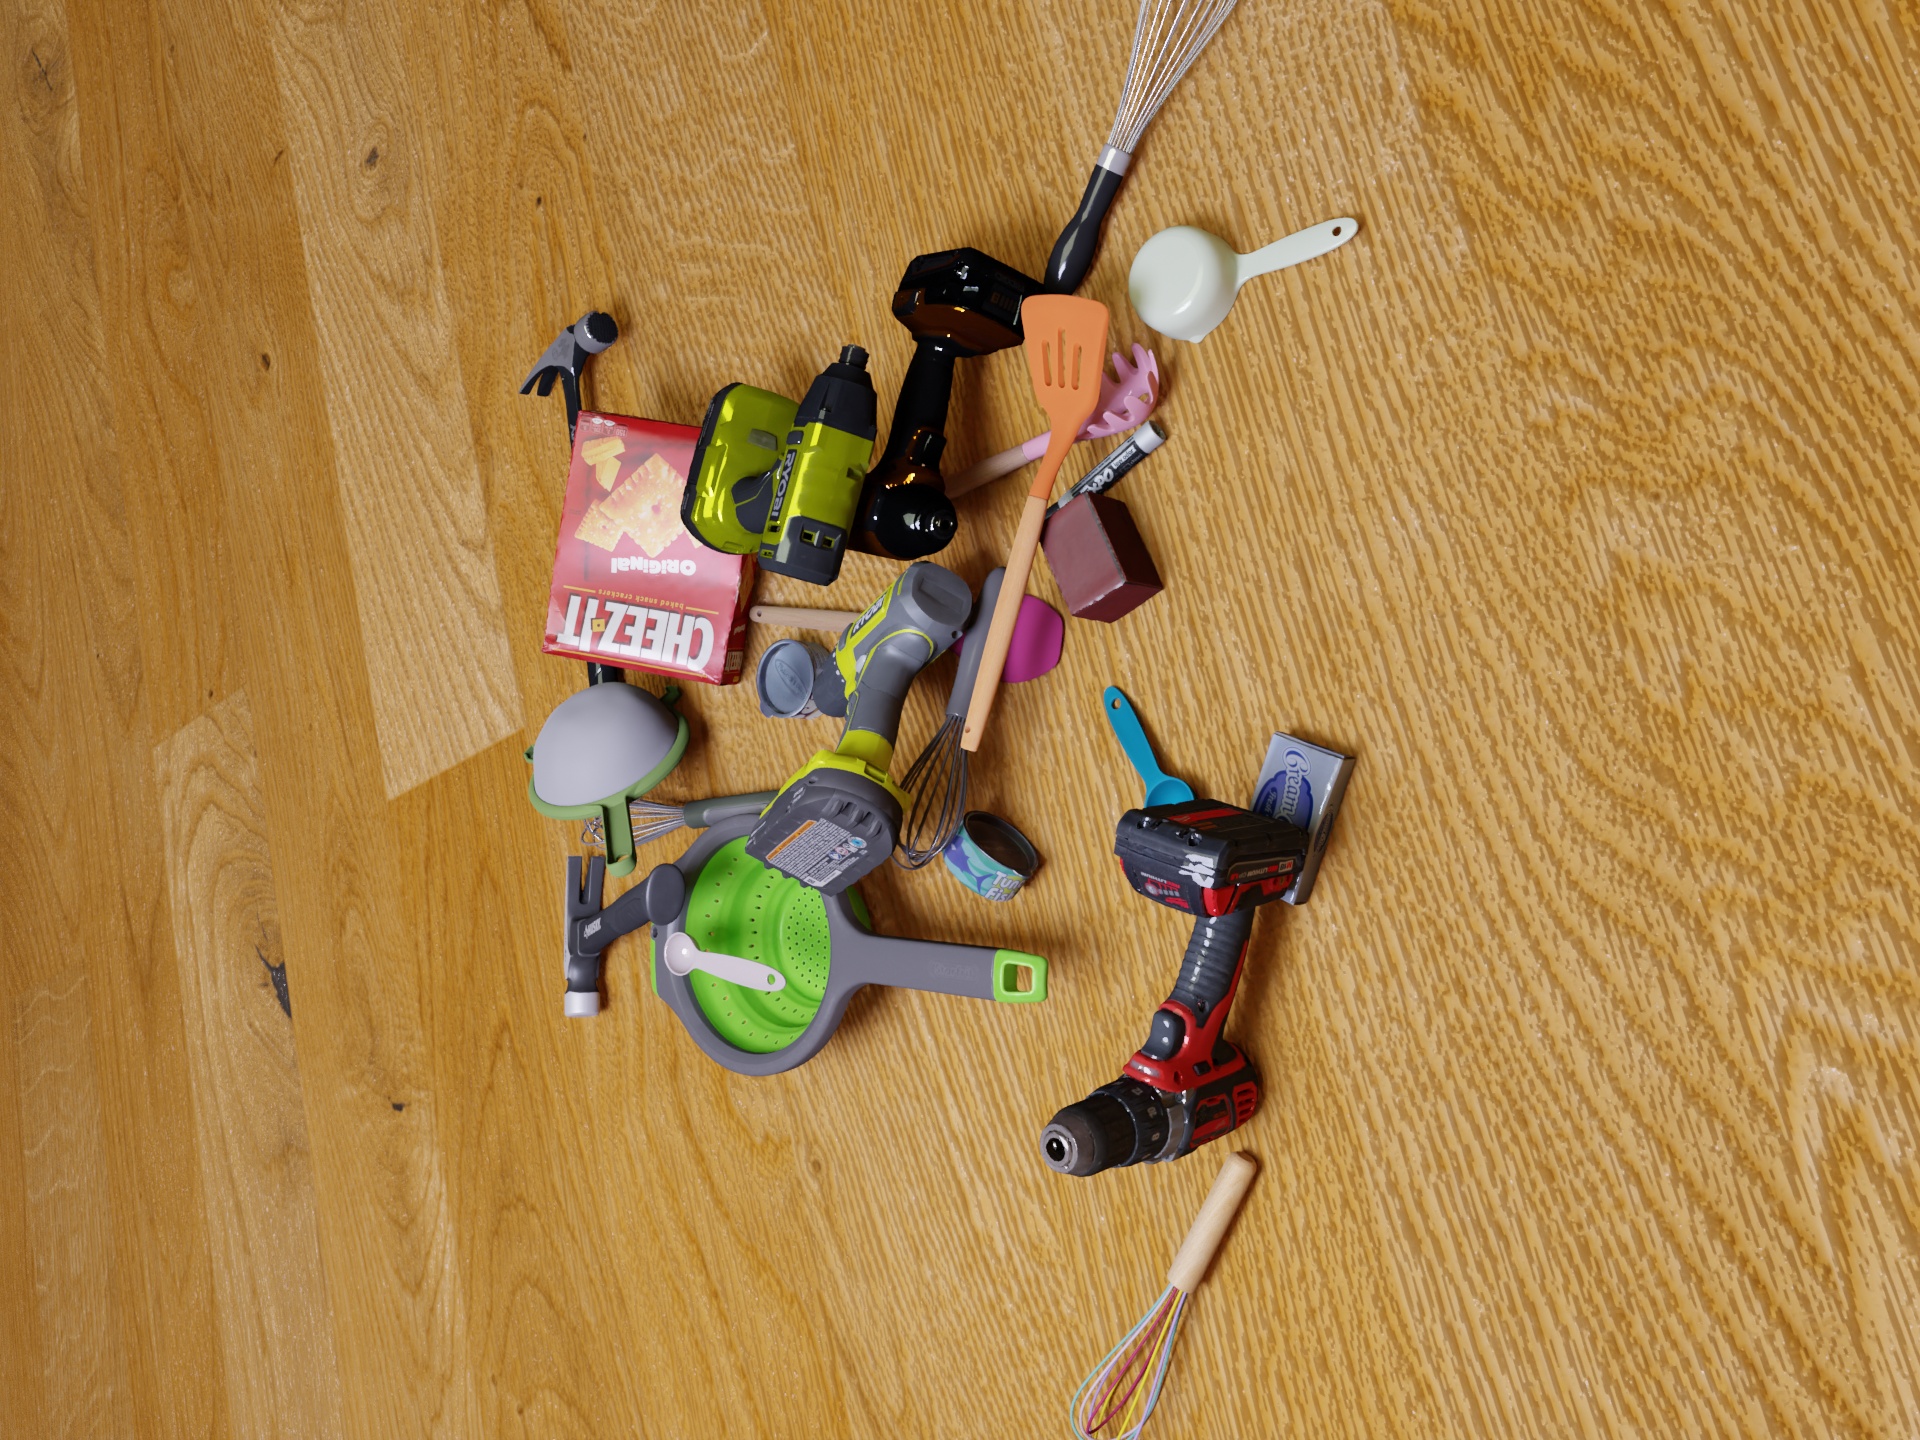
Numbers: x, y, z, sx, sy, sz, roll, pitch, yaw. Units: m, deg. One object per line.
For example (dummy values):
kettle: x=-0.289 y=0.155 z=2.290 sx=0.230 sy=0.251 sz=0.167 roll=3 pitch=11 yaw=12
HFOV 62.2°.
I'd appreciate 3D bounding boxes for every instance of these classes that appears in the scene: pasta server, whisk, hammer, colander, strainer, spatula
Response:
pasta server: x=0.026 y=-0.199 z=1.207 sx=0.316 sy=0.040 sz=0.060 roll=-19 pitch=48 yaw=38
whisk: x=0.139 y=0.399 z=1.083 sx=0.051 sy=0.047 sz=0.245 roll=28 pitch=101 yaw=23
hammer: x=-0.290 y=0.163 z=1.348 sx=0.335 sy=0.035 sz=0.146 roll=148 pitch=122 yaw=-61
whisk: x=-0.003 y=-0.004 z=1.172 sx=0.055 sy=0.055 sz=0.239 roll=8 pitch=75 yaw=38
colander: x=-0.076 y=0.177 z=1.227 sx=0.397 sy=0.094 sz=0.204 roll=0 pitch=88 yaw=39
hammer: x=-0.353 y=-0.166 z=1.498 sx=0.149 sy=0.036 sz=0.409 roll=-14 pitch=81 yaw=48
whisk: x=0.124 y=-0.432 z=1.136 sx=0.070 sy=0.070 sz=0.284 roll=40 pitch=116 yaw=33
whisk: x=-0.242 y=0.084 z=1.398 sx=0.246 sy=0.059 sz=0.057 roll=-9 pitch=120 yaw=34
strainer: x=-0.301 y=0.038 z=1.327 sx=0.151 sy=0.069 sz=0.257 roll=-24 pitch=32 yaw=-3
spatula: x=0.042 y=-0.135 z=1.121 sx=0.081 sy=0.041 sz=0.322 roll=20 pitch=96 yaw=42

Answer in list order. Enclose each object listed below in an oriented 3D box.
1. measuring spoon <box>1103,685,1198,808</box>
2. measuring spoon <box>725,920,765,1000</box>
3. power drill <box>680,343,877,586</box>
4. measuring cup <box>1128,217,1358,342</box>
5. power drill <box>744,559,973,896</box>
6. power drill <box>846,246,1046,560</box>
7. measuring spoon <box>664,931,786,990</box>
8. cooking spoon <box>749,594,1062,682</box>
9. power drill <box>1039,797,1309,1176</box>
measuring spoon: x=0.135 y=0.028 z=1.126 sx=0.042 sy=0.021 sz=0.129 roll=-43 pitch=54 yaw=28
measuring spoon: x=-0.194 y=0.220 z=1.375 sx=0.021 sy=0.011 sz=0.117 roll=42 pitch=116 yaw=31
power drill: x=-0.133 y=-0.197 z=1.213 sx=0.223 sy=0.080 sz=0.171 roll=18 pitch=93 yaw=62
measuring cup: x=0.187 y=-0.314 z=1.084 sx=0.167 sy=0.038 sz=0.083 roll=-10 pitch=81 yaw=40
power drill: x=-0.080 y=0.009 z=1.181 sx=0.190 sy=0.080 sz=0.229 roll=-39 pitch=27 yaw=49
power drill: x=-0.018 y=-0.226 z=1.173 sx=0.164 sy=0.084 sz=0.226 roll=23 pitch=93 yaw=61
measuring spoon: x=-0.181 y=0.192 z=1.244 sx=0.124 sy=0.018 sz=0.034 roll=9 pitch=93 yaw=32
cooking spoon: x=-0.052 y=-0.075 z=1.273 sx=0.319 sy=0.017 sz=0.069 roll=8 pitch=92 yaw=37
power drill: x=0.130 y=0.172 z=0.995 sx=0.080 sy=0.187 sz=0.226 roll=17 pitch=104 yaw=41
